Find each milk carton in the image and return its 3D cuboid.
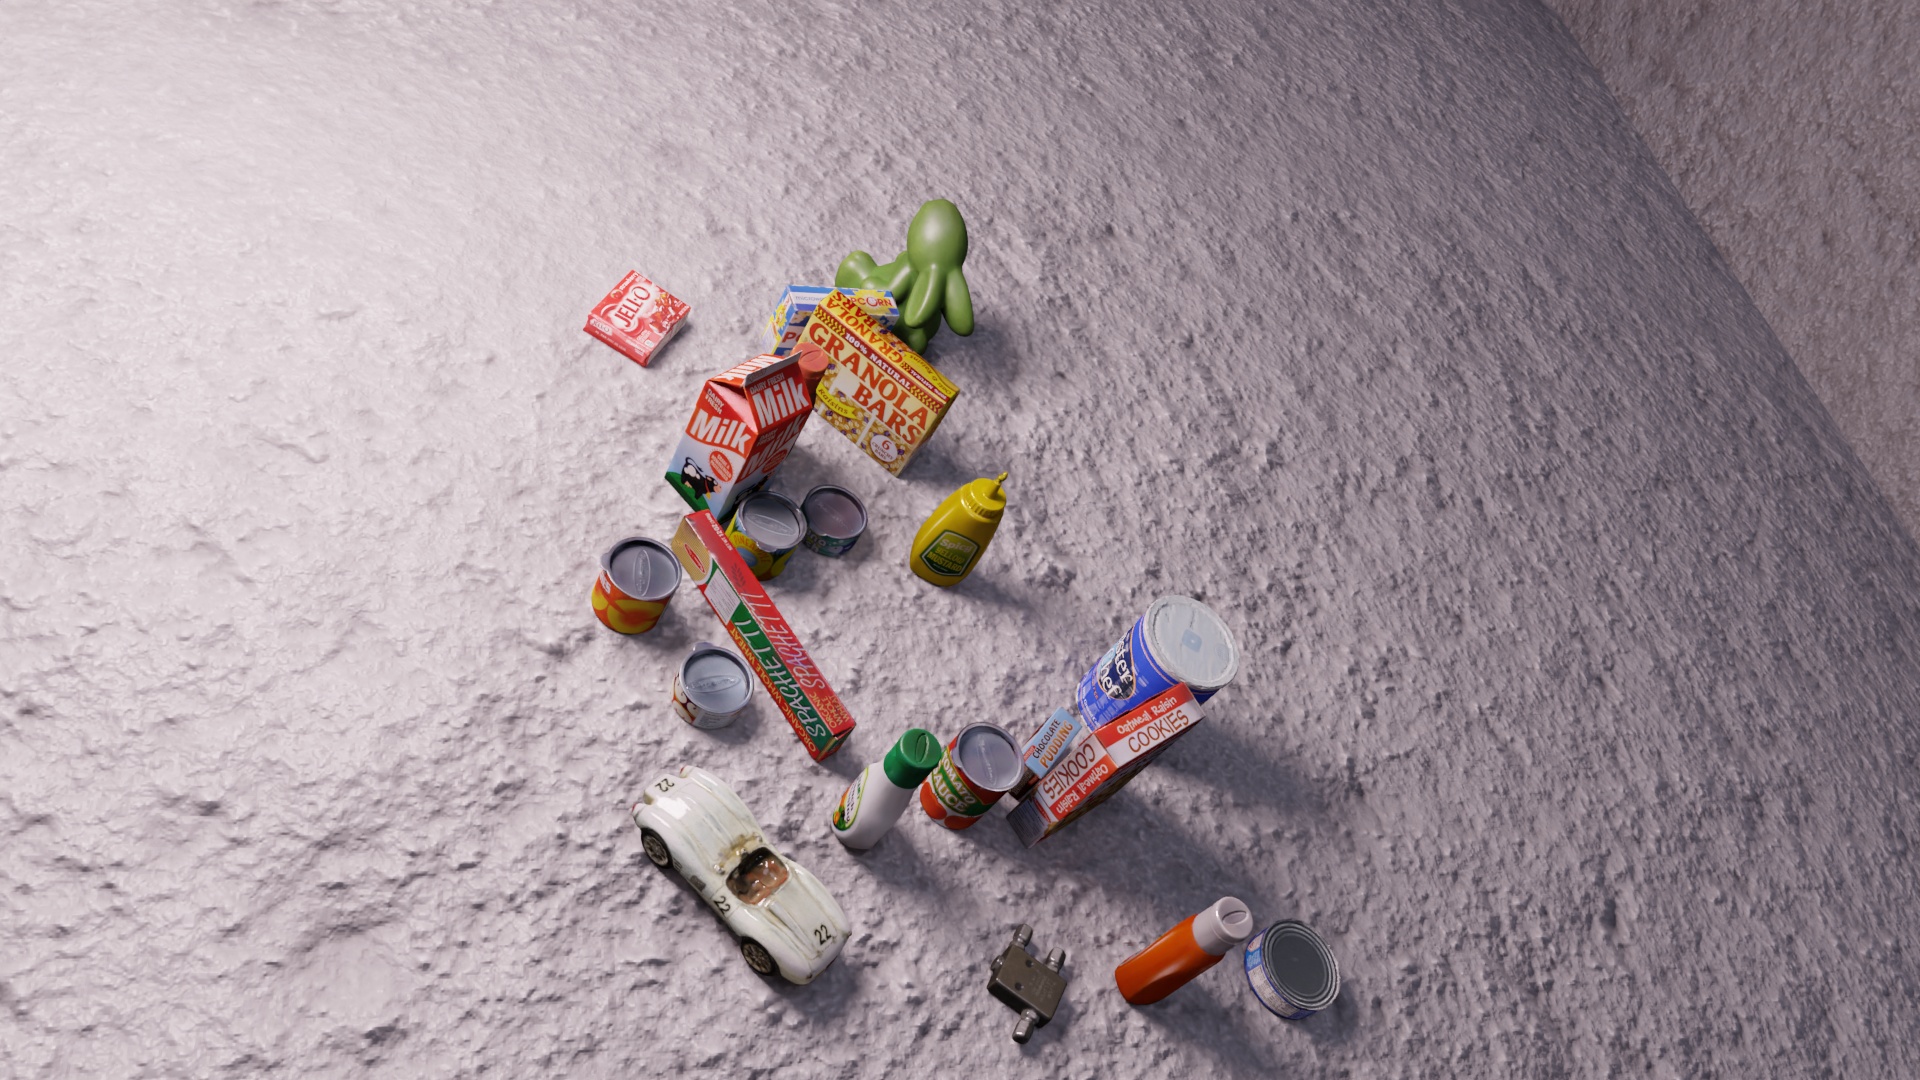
[{"bbox_3d":[-0.200,-0.102,1.275,0.073,0.189,0.073,47,46,10],"label":"milk carton"}]

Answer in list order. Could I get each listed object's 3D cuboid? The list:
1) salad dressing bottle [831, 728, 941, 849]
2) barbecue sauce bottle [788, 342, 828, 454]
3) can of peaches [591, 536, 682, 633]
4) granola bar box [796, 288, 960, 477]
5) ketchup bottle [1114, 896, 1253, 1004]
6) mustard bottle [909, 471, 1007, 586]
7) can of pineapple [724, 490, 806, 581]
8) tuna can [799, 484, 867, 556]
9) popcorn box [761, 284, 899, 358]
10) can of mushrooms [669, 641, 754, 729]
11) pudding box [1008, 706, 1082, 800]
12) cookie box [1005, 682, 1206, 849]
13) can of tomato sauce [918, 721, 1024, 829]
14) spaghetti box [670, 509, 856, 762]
[{"bbox_3d":[-0.061,0.204,1.143,0.044,0.147,0.064,24,47,-13],"label":"salad dressing bottle"},{"bbox_3d":[-0.169,-0.130,1.345,0.044,0.147,0.065,48,46,11],"label":"barbecue sauce bottle"},{"bbox_3d":[-0.284,0.039,1.206,0.071,0.057,0.071,16,49,-19],"label":"can of peaches"},{"bbox_3d":[-0.096,-0.160,1.430,0.165,0.123,0.039,39,45,3],"label":"granola bar box"},{"bbox_3d":[0.192,0.347,1.176,0.065,0.148,0.044,-6,59,-34],"label":"ketchup bottle"},{"bbox_3d":[0.005,-0.017,1.349,0.065,0.159,0.049,24,46,-12],"label":"mustard bottle"},{"bbox_3d":[-0.185,-0.003,1.298,0.071,0.057,0.071,16,49,-19],"label":"can of pineapple"},{"bbox_3d":[-0.129,-0.018,1.361,0.071,0.032,0.071,16,49,-19],"label":"tuna can"},{"bbox_3d":[-0.140,-0.230,1.488,0.127,0.084,0.038,-3,57,-32],"label":"popcorn box"},{"bbox_3d":[-0.215,0.125,1.195,0.071,0.033,0.071,16,49,-19],"label":"can of mushrooms"},{"bbox_3d":[0.074,0.198,1.296,0.030,0.049,0.084,42,45,5],"label":"pudding box"},{"bbox_3d":[0.128,0.201,1.243,0.123,0.166,0.040,-22,68,-40],"label":"cookie box"},{"bbox_3d":[0.007,0.209,1.224,0.071,0.082,0.071,16,49,-19],"label":"can of tomato sauce"},{"bbox_3d":[-0.178,0.083,1.239,0.029,0.050,0.250,-23,69,-41],"label":"spaghetti box"}]
